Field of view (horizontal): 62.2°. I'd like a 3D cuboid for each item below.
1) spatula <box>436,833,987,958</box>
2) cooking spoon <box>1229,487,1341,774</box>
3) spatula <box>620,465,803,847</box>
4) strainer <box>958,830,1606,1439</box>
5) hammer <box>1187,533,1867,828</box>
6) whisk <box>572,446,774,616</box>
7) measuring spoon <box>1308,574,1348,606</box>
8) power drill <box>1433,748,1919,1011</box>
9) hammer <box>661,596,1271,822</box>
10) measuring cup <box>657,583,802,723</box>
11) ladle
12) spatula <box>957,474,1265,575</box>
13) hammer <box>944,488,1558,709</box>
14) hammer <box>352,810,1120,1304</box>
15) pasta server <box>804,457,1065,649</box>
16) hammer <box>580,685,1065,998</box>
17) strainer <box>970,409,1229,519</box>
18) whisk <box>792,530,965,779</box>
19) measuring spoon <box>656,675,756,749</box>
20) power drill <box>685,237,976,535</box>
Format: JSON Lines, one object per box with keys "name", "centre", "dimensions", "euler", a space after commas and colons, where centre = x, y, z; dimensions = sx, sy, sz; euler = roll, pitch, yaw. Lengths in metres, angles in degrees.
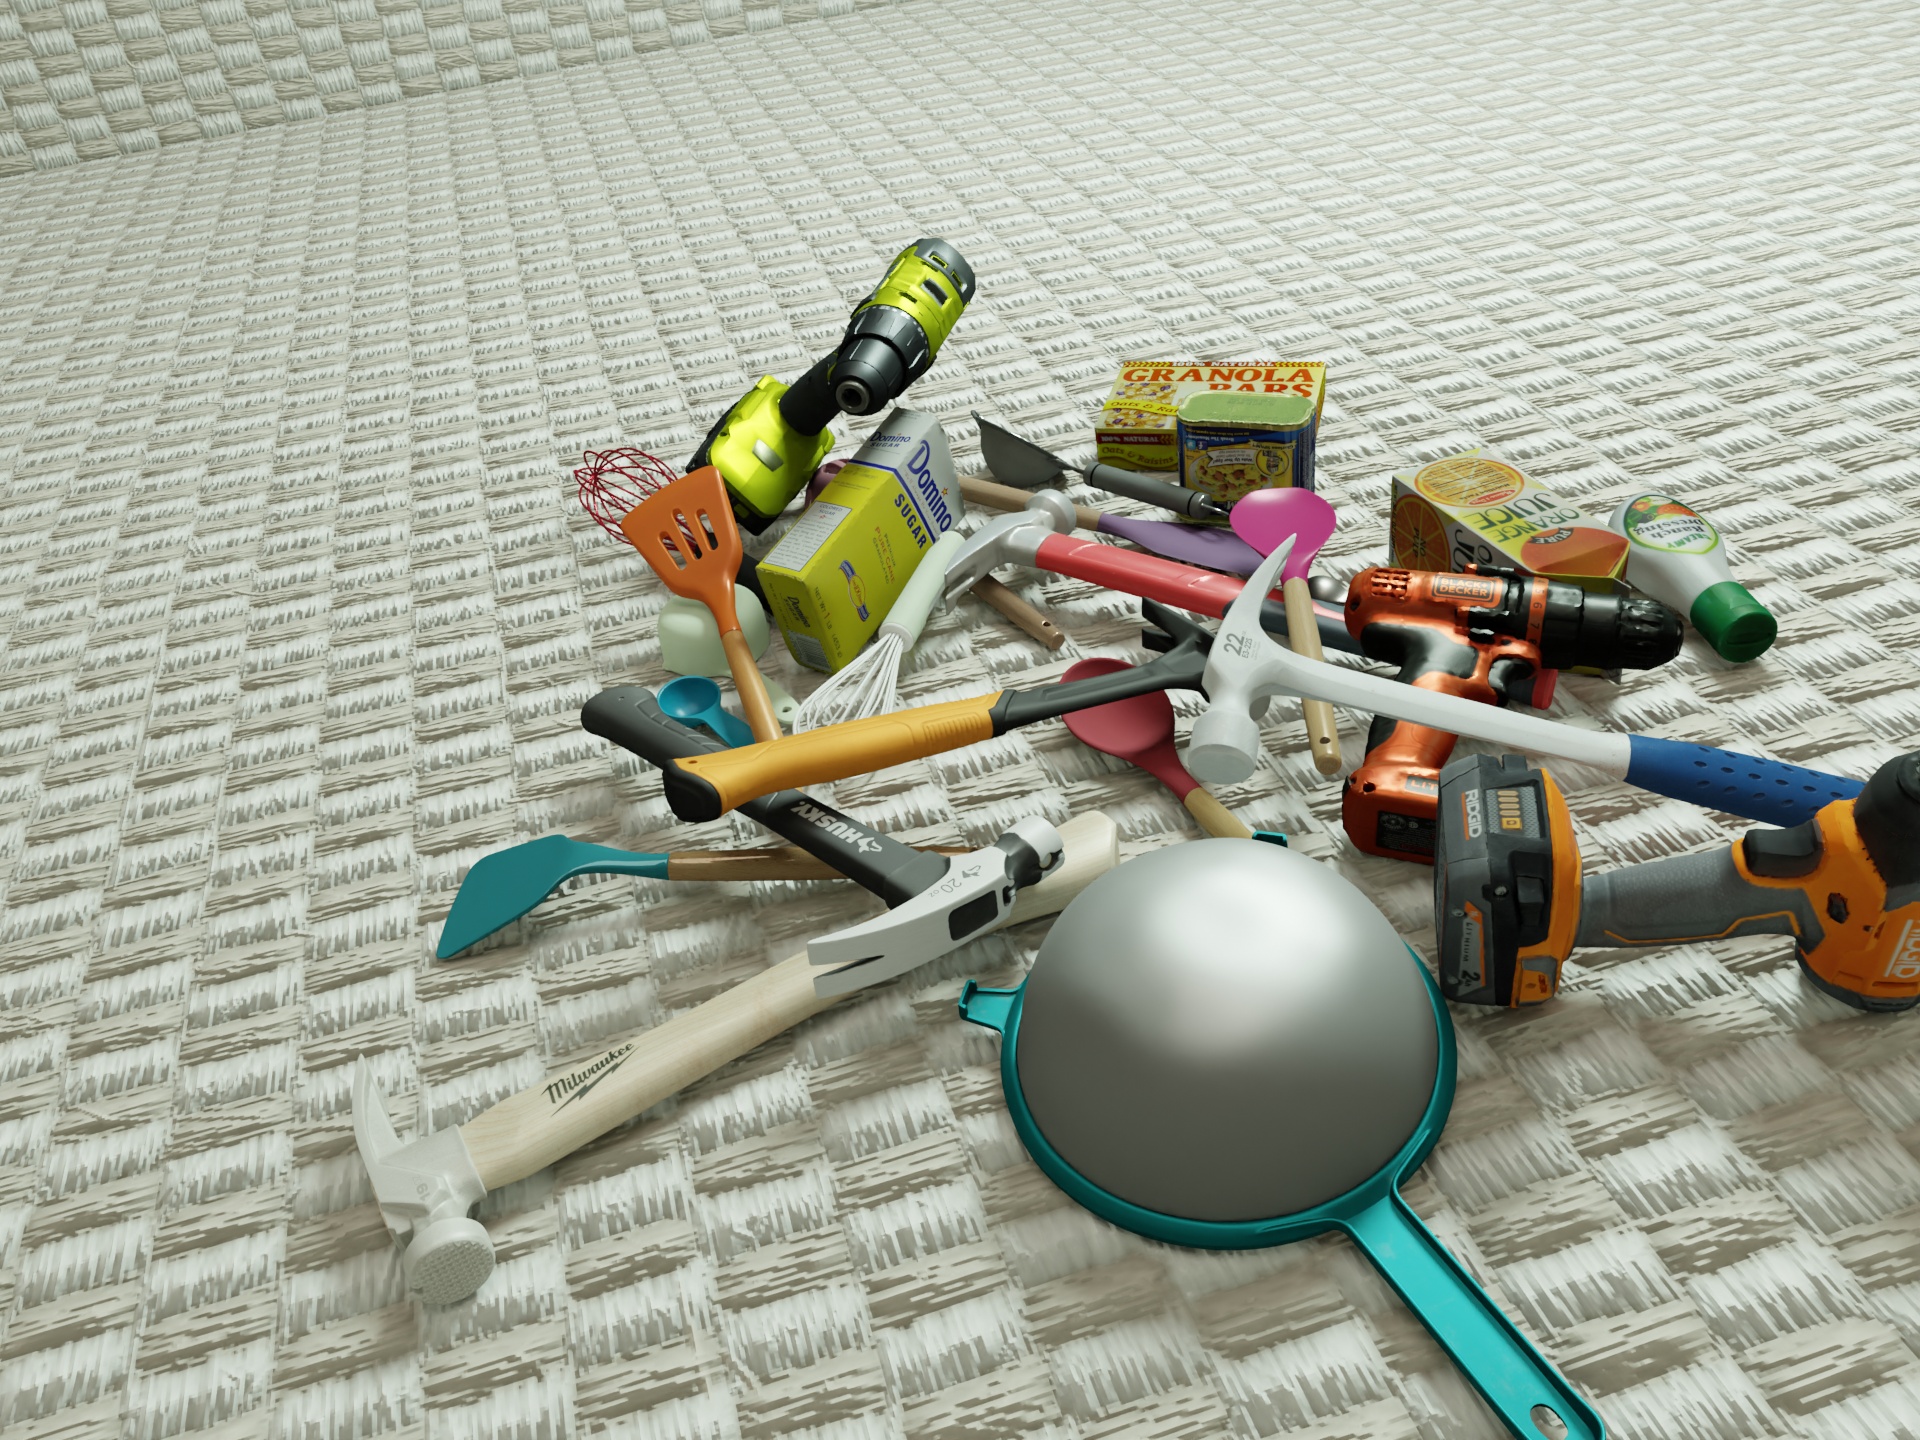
{"name": "spatula", "centre": [-0.136, 0.089, 0.897], "dimensions": [0.317, 0.044, 0.082], "euler": [-1, 36, 2]}
{"name": "cooking spoon", "centre": [0.204, -0.067, 0.960], "dimensions": [0.069, 0.017, 0.319], "euler": [-3, 34, 8]}
{"name": "spatula", "centre": [-0.145, -0.042, 1.013], "dimensions": [0.081, 0.041, 0.323], "euler": [-30, 49, 5]}
{"name": "strainer", "centre": [0.145, 0.155, 0.675], "dimensions": [0.211, 0.095, 0.341], "euler": [-25, 40, -14]}
{"name": "hammer", "centre": [0.323, 0.010, 0.800], "dimensions": [0.405, 0.035, 0.144], "euler": [14, 58, 4]}
{"name": "whisk", "centre": [-0.199, -0.137, 1.188], "dimensions": [0.073, 0.073, 0.296], "euler": [-32, 47, -29]}
{"name": "measuring spoon", "centre": [0.272, -0.085, 1.028], "dimensions": [0.124, 0.018, 0.034], "euler": [2, 38, 39]}
{"name": "power drill", "centre": [0.333, 0.065, 0.713], "dimensions": [0.226, 0.164, 0.084], "euler": [-2, 50, 13]}
{"name": "hammer", "centre": [-0.001, -0.003, 0.887], "dimensions": [0.337, 0.034, 0.127], "euler": [-13, 29, -20]}
{"name": "measuring cup", "centre": [-0.149, -0.047, 1.067], "dimensions": [0.083, 0.038, 0.168], "euler": [-25, 37, -21]}
{"name": "ladle", "centre": [0.145, 0.056, 0.880], "dimensions": [0.069, 0.031, 0.316], "euler": [-19, 39, -18]}
{"name": "spatula", "centre": [0.080, -0.152, 1.164], "dimensions": [0.316, 0.018, 0.060], "euler": [16, 36, 20]}
{"name": "hammer", "centre": [0.178, -0.067, 1.011], "dimensions": [0.386, 0.038, 0.143], "euler": [18, 39, 28]}
{"name": "hammer", "centre": [-0.098, 0.137, 0.811], "dimensions": [0.410, 0.038, 0.146], "euler": [-24, 37, -21]}
{"name": "pasta server", "centre": [-0.023, -0.124, 1.163], "dimensions": [0.060, 0.040, 0.317], "euler": [-26, 44, -23]}
{"name": "hammer", "centre": [-0.112, 0.047, 0.884], "dimensions": [0.146, 0.035, 0.335], "euler": [-31, 38, -34]}
{"name": "strainer", "centre": [0.093, -0.185, 1.195], "dimensions": [0.259, 0.050, 0.086], "euler": [24, 2, 38]}
{"name": "whisk", "centre": [-0.044, -0.048, 1.033], "dimensions": [0.059, 0.057, 0.246], "euler": [33, 46, -5]}
{"name": "measuring spoon", "centre": [-0.145, 0.012, 1.012], "dimensions": [0.042, 0.021, 0.129], "euler": [-34, 52, -30]}
{"name": "power drill", "centre": [-0.096, -0.231, 1.140], "dimensions": [0.228, 0.080, 0.191], "euler": [-34, 22, 39]}
